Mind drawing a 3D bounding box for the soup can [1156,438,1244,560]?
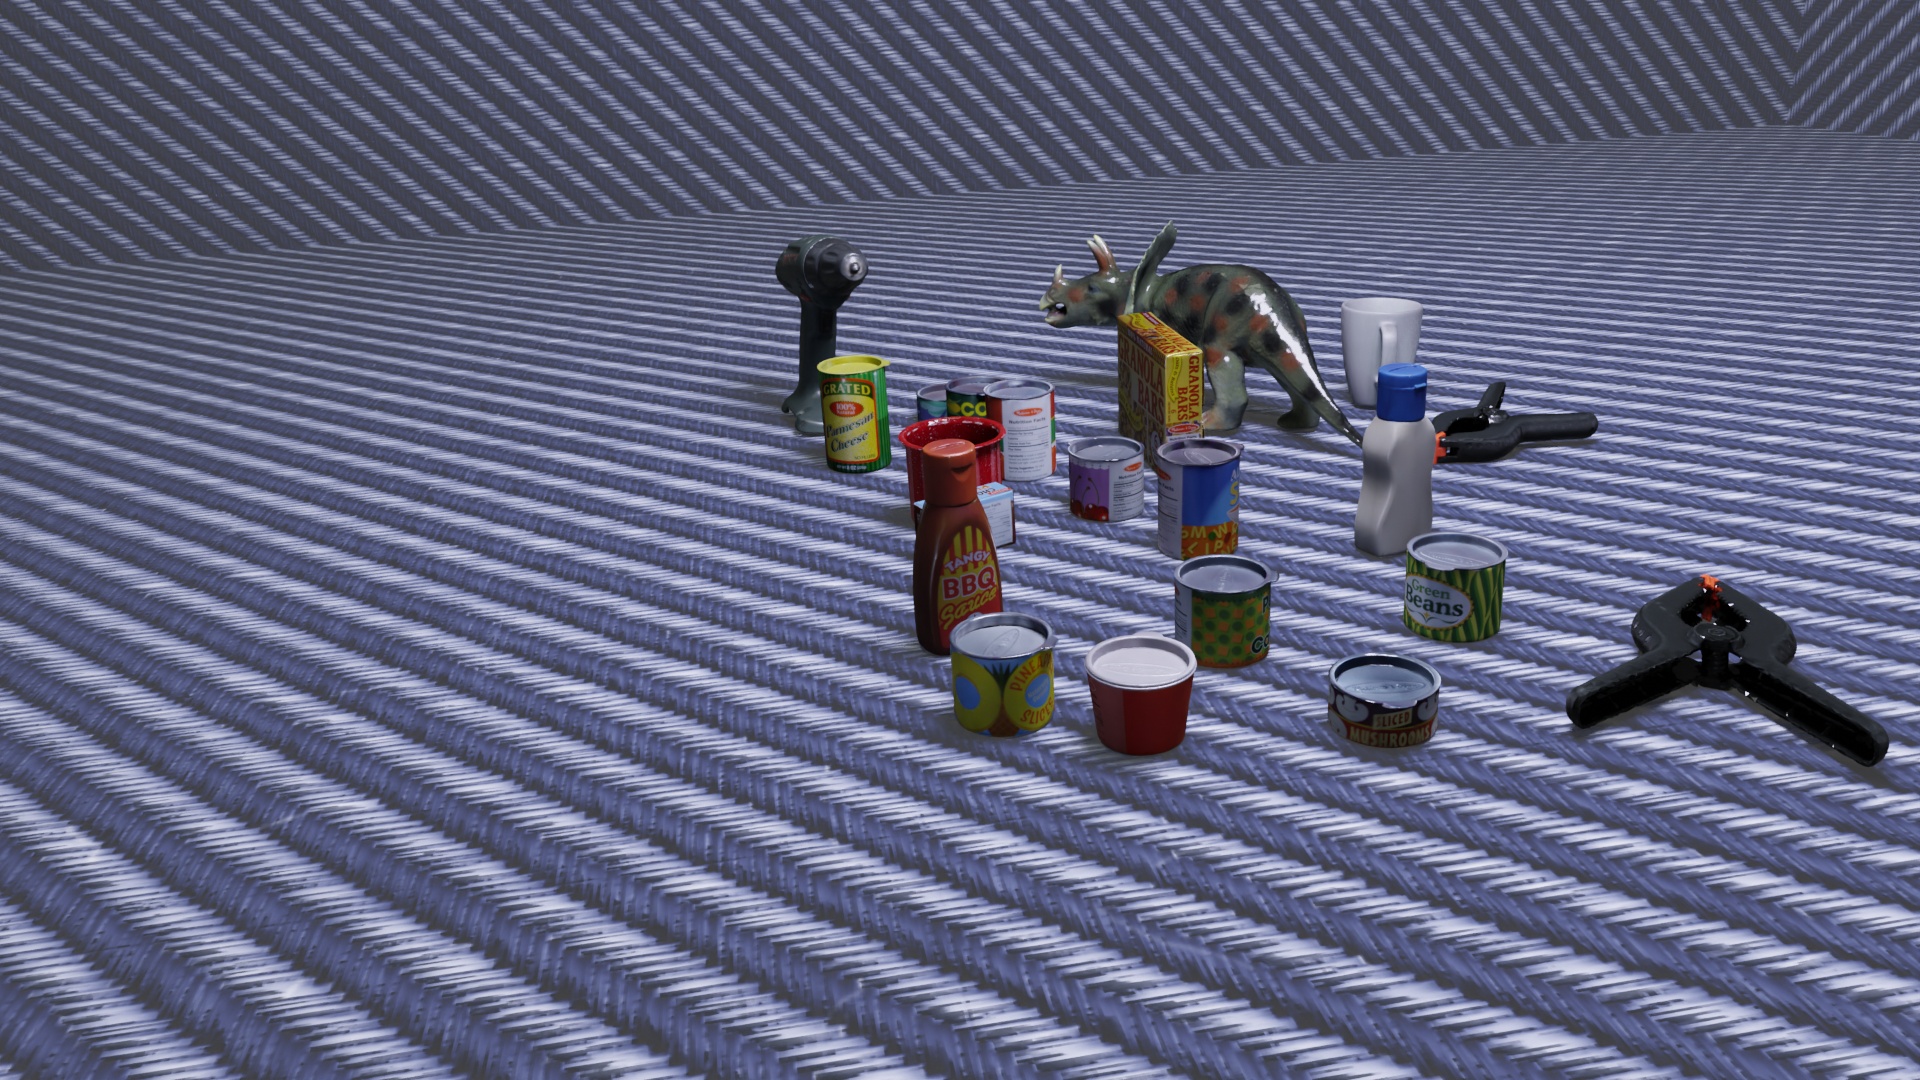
[{"bbox_3d":[0.195,-0.034,1.122,0.071,0.083,0.071,-3,22,1],"label":"soup can"}]

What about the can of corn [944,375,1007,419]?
[{"bbox_3d":[0.019,-0.132,1.421,0.071,0.058,0.071,-3,22,1],"label":"can of corn"}]

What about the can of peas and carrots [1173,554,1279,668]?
[{"bbox_3d":[0.183,0.048,0.956,0.071,0.058,0.071,-3,22,1],"label":"can of peas and carrots"}]

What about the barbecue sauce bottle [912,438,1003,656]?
[{"bbox_3d":[-0.004,0.004,0.975,0.065,0.148,0.044,-16,25,-28],"label":"barbecue sauce bottle"}]

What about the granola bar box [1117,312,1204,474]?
[{"bbox_3d":[0.190,-0.139,1.328,0.039,0.123,0.166,-7,22,-7],"label":"granola bar box"}]

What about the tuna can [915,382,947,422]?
[{"bbox_3d":[-0.013,-0.145,1.492,0.071,0.032,0.071,-3,22,1],"label":"tuna can"}]

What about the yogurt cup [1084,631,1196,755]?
[{"bbox_3d":[0.111,0.096,0.856,0.072,0.053,0.073,-3,22,1],"label":"yogurt cup"}]

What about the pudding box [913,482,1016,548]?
[{"bbox_3d":[0.004,-0.014,1.148,0.084,0.049,0.030,-16,25,-29],"label":"pudding box"}]

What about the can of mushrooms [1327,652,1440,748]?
[{"bbox_3d":[0.260,0.099,0.854,0.071,0.033,0.071,-3,22,1],"label":"can of mushrooms"}]

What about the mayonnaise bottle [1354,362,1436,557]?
[{"bbox_3d":[0.342,-0.063,1.087,0.065,0.147,0.041,-15,24,-26],"label":"mayonnaise bottle"}]

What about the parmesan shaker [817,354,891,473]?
[{"bbox_3d":[-0.100,-0.124,1.361,0.071,0.102,0.071,-3,22,1],"label":"parmesan shaker"}]

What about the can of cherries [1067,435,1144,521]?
[{"bbox_3d":[0.126,-0.055,1.217,0.071,0.058,0.072,-3,22,1],"label":"can of cherries"}]

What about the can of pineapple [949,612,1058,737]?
[{"bbox_3d":[0.028,0.086,0.889,0.071,0.057,0.071,-3,22,1],"label":"can of pineapple"}]

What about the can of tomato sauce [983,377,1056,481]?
[{"bbox_3d":[0.057,-0.106,1.320,0.071,0.082,0.071,-3,22,1],"label":"can of tomato sauce"}]

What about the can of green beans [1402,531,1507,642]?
[{"bbox_3d":[0.345,0.032,0.972,0.071,0.057,0.071,-3,22,1],"label":"can of green beans"}]
